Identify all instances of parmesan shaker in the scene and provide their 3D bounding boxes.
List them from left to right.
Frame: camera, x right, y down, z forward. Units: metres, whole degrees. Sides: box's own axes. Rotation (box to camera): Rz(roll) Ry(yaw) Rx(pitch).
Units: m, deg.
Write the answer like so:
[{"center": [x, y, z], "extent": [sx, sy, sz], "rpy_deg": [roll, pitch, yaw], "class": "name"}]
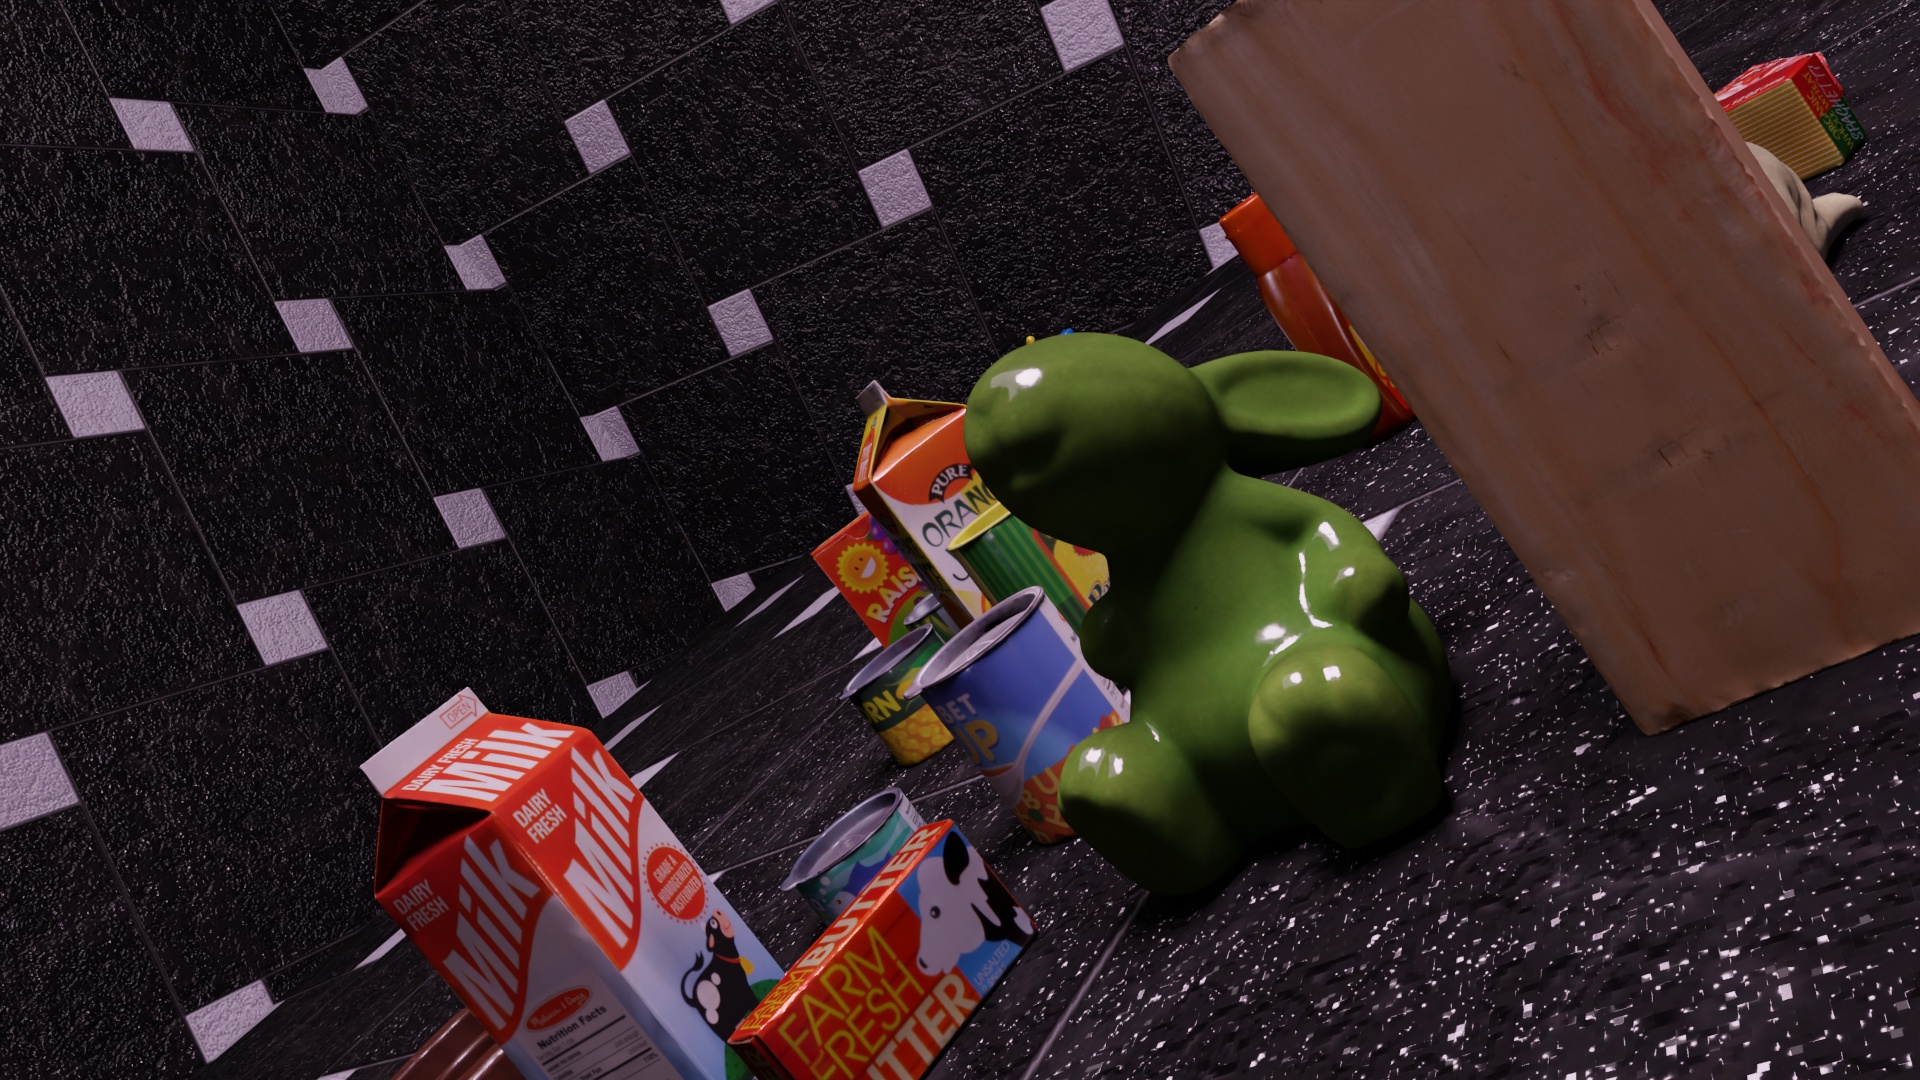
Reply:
[{"center": [0.051, 0.024, 0.703], "extent": [0.071, 0.103, 0.071], "rpy_deg": [-37, 6, 5], "class": "parmesan shaker"}]

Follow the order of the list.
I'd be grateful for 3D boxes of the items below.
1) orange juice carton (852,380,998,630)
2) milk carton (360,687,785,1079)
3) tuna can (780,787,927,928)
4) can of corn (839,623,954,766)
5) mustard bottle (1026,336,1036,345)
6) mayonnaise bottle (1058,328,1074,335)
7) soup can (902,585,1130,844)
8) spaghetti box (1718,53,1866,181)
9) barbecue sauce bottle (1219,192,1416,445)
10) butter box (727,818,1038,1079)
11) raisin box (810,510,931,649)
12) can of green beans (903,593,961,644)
[{"center": [0.003, -0.010, 0.798], "extent": [0.073, 0.192, 0.072], "rpy_deg": [-38, 6, -11], "class": "orange juice carton"}, {"center": [-0.153, 0.146, 0.544], "extent": [0.073, 0.190, 0.072], "rpy_deg": [-35, 7, 22], "class": "milk carton"}, {"center": [-0.046, 0.150, 0.646], "extent": [0.071, 0.033, 0.071], "rpy_deg": [-37, 7, 5], "class": "tuna can"}, {"center": [-0.028, 0.094, 0.827], "extent": [0.071, 0.058, 0.071], "rpy_deg": [-37, 6, 5], "class": "can of corn"}, {"center": [0.087, -0.053, 0.795], "extent": [0.065, 0.160, 0.048], "rpy_deg": [-41, 7, -29], "class": "mustard bottle"}, {"center": [0.096, -0.059, 0.846], "extent": [0.064, 0.148, 0.041], "rpy_deg": [-35, 7, 18], "class": "mayonnaise bottle"}, {"center": [0.029, 0.073, 0.566], "extent": [0.071, 0.083, 0.071], "rpy_deg": [-37, 6, 5], "class": "soup can"}, {"center": [0.352, -0.178, 0.753], "extent": [0.029, 0.050, 0.249], "rpy_deg": [-40, 7, -26], "class": "spaghetti box"}, {"center": [0.199, -0.126, 0.765], "extent": [0.043, 0.148, 0.065], "rpy_deg": [-32, 8, 38], "class": "barbecue sauce bottle"}, {"center": [-0.023, 0.147, 0.462], "extent": [0.104, 0.053, 0.024], "rpy_deg": [-42, 8, -37], "class": "butter box"}, {"center": [-0.039, 0.031, 1.030], "extent": [0.086, 0.123, 0.040], "rpy_deg": [-36, 6, 8], "class": "raisin box"}, {"center": [0.006, 0.056, 0.910], "extent": [0.071, 0.058, 0.071], "rpy_deg": [-37, 6, 5], "class": "can of green beans"}]
